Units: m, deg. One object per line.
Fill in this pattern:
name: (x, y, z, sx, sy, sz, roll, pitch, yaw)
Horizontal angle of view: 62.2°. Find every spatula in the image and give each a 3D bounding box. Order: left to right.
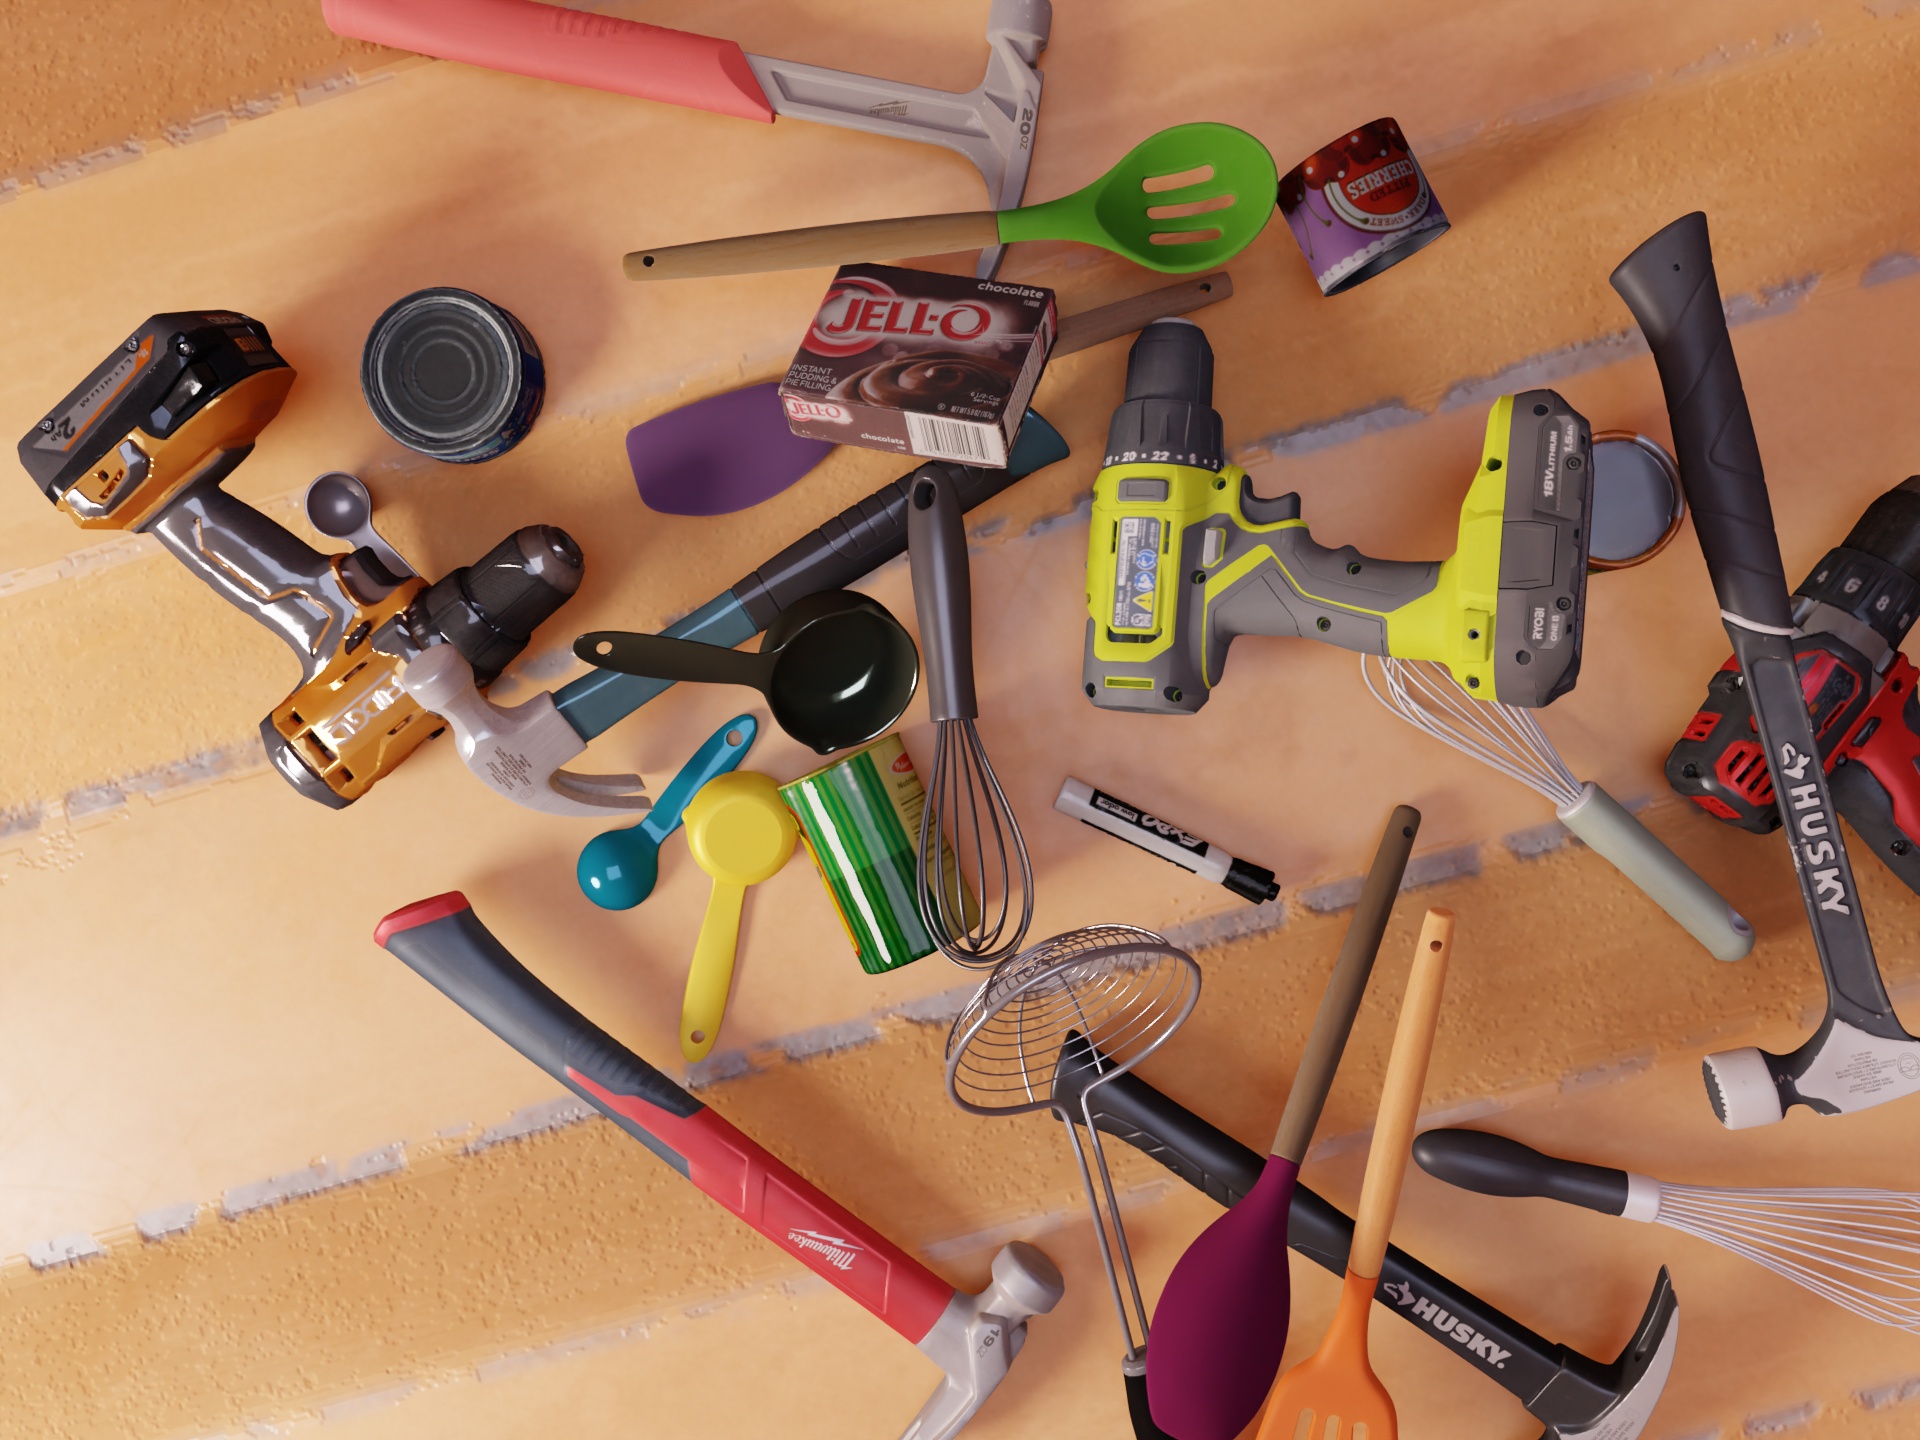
spatula: (-0.016, -0.169, 0.801, 0.316, 0.018, 0.060, -18, 90, 5)
spatula: (0.194, 0.241, 0.745, 0.081, 0.041, 0.322, 11, 106, 12)

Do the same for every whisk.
whisk: (-0.001, -0.002, 0.746, 0.055, 0.055, 0.239, -6, 87, 3)
whisk: (0.297, 0.034, 0.784, 0.246, 0.058, 0.059, 41, 128, -2)
whisk: (0.365, 0.241, 0.780, 0.284, 0.070, 0.070, 11, 93, 7)

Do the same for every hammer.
hammer: (-0.140, -0.316, 0.793, 0.359, 0.037, 0.149, 12, 93, 2)
hammer: (-0.142, 0.226, 0.807, 0.386, 0.038, 0.143, 37, 95, -1)
hammer: (-0.094, -0.062, 0.780, 0.331, 0.033, 0.128, -32, 128, -3)
hammer: (0.190, 0.255, 0.789, 0.335, 0.035, 0.146, 32, 109, 4)
hammer: (0.369, -0.026, 0.714, 0.149, 0.036, 0.409, -15, 92, 12)

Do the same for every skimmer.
skimmer: (0.083, 0.264, 0.751, 0.127, 0.090, 0.363, -18, 102, -14)

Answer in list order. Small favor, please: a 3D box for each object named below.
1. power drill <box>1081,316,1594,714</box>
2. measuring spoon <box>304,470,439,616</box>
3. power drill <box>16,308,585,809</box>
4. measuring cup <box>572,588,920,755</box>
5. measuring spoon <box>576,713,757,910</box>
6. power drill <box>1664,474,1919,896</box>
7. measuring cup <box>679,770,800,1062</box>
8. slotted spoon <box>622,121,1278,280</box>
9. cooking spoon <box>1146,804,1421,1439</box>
power drill: (0.170, -0.094, 0.741, 0.228, 0.080, 0.190, 4, 87, 24)
measuring spoon: (-0.291, -0.076, 0.824, 0.034, 0.018, 0.124, -37, 97, 4)
power drill: (-0.310, -0.092, 0.771, 0.185, 0.084, 0.226, -36, 100, 13)
measuring cup: (-0.102, -0.032, 0.752, 0.167, 0.038, 0.083, 7, 116, -25)
measuring spoon: (-0.150, 0.046, 0.814, 0.042, 0.021, 0.128, 42, 94, 1)
power drill: (0.479, 0.012, 0.756, 0.227, 0.080, 0.188, 35, 94, 4)
measuring cup: (-0.120, 0.103, 0.808, 0.062, 0.029, 0.156, 11, 96, -11)
slotted spoon: (-0.008, -0.235, 0.761, 0.314, 0.031, 0.070, -5, 89, 4)
cooking spoon: (0.164, 0.185, 0.759, 0.068, 0.017, 0.319, 27, 75, -11)
